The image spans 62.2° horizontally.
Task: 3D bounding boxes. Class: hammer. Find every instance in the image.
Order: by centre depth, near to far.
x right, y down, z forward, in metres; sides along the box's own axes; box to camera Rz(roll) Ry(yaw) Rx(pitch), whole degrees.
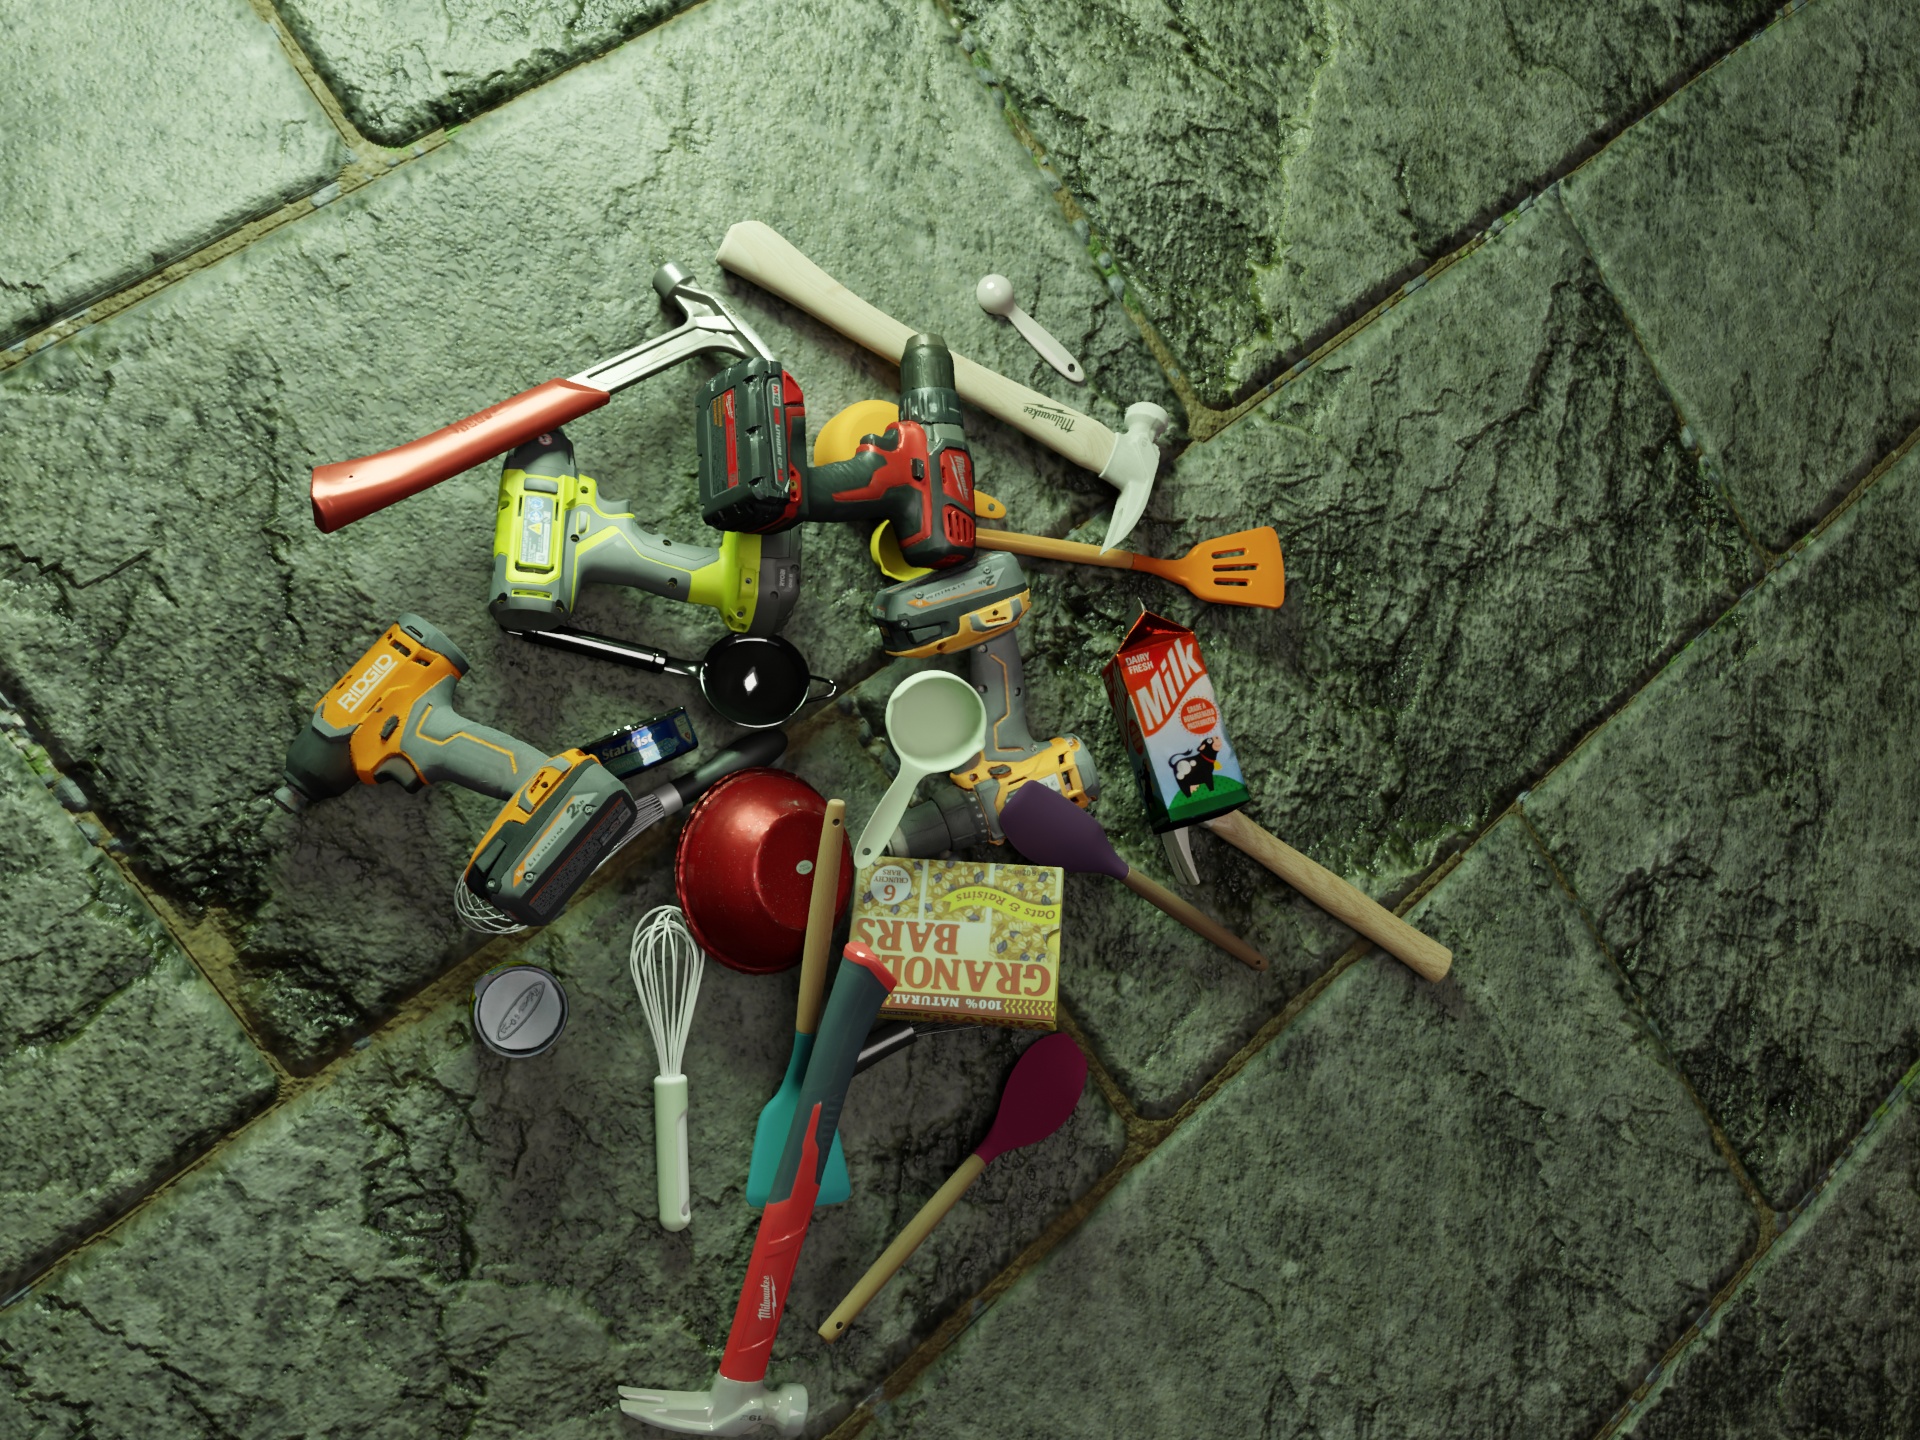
[{"bbox_3d":[-0.303,-0.221,1.166,0.359,0.036,0.149,-34,76,-29],"label":"hammer"},{"bbox_3d":[-0.138,0.347,1.178,0.143,0.038,0.386,14,97,-20],"label":"hammer"},{"bbox_3d":[-0.016,-0.286,1.324,0.410,0.038,0.146,26,65,-16],"label":"hammer"},{"bbox_3d":[0.313,0.144,1.429,0.331,0.031,0.130,34,74,-16],"label":"hammer"}]

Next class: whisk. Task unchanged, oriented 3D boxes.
[{"bbox_3d":[-0.250,0.074,1.203,0.284,0.070,0.070,-30,97,-26],"label":"whisk"},{"bbox_3d":[-0.219,0.263,1.204,0.059,0.058,0.246,-2,90,13],"label":"whisk"},{"bbox_3d":[-0.039,0.247,1.263,0.239,0.055,0.055,-25,95,-11],"label":"whisk"}]

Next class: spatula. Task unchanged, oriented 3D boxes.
[{"bbox_3d":[-0.108,0.213,1.191,0.082,0.044,0.317,3,106,-19],"label":"spatula"},{"bbox_3d":[0.153,0.142,1.342,0.315,0.018,0.060,33,100,-28],"label":"spatula"},{"bbox_3d":[0.129,-0.146,1.376,0.322,0.041,0.081,6,69,-19],"label":"spatula"}]

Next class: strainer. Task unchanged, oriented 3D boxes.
[{"bbox_3d":[-0.226,-0.044,1.230,0.258,0.050,0.087,14,60,-14],"label":"strainer"}]

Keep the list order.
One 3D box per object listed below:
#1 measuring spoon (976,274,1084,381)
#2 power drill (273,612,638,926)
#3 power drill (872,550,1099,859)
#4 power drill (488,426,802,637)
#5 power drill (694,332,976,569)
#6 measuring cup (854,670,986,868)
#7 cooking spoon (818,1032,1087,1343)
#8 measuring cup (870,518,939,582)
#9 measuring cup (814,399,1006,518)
[{"bbox_3d":[0.065,-0.340,1.380,0.124,0.018,0.034,41,72,-14],"label":"measuring spoon"},{"bbox_3d":[-0.360,0.045,1.113,0.226,0.084,0.164,35,73,14],"label":"power drill"},{"bbox_3d":[-0.002,-0.004,1.287,0.185,0.084,0.226,-22,103,-13],"label":"power drill"},{"bbox_3d":[-0.238,-0.148,1.212,0.223,0.080,0.171,5,72,-18],"label":"power drill"},{"bbox_3d":[-0.083,-0.216,1.205,0.226,0.080,0.188,3,80,-40],"label":"power drill"},{"bbox_3d":[-0.042,0.038,1.231,0.083,0.038,0.167,26,99,-17],"label":"measuring cup"},{"bbox_3d":[-0.002,0.368,1.264,0.319,0.017,0.068,-42,104,-32],"label":"cooking spoon"},{"bbox_3d":[-0.016,-0.110,1.330,0.062,0.029,0.156,-46,114,-10],"label":"measuring cup"},{"bbox_3d":[-0.033,-0.205,1.311,0.173,0.052,0.095,18,79,-17],"label":"measuring cup"}]
